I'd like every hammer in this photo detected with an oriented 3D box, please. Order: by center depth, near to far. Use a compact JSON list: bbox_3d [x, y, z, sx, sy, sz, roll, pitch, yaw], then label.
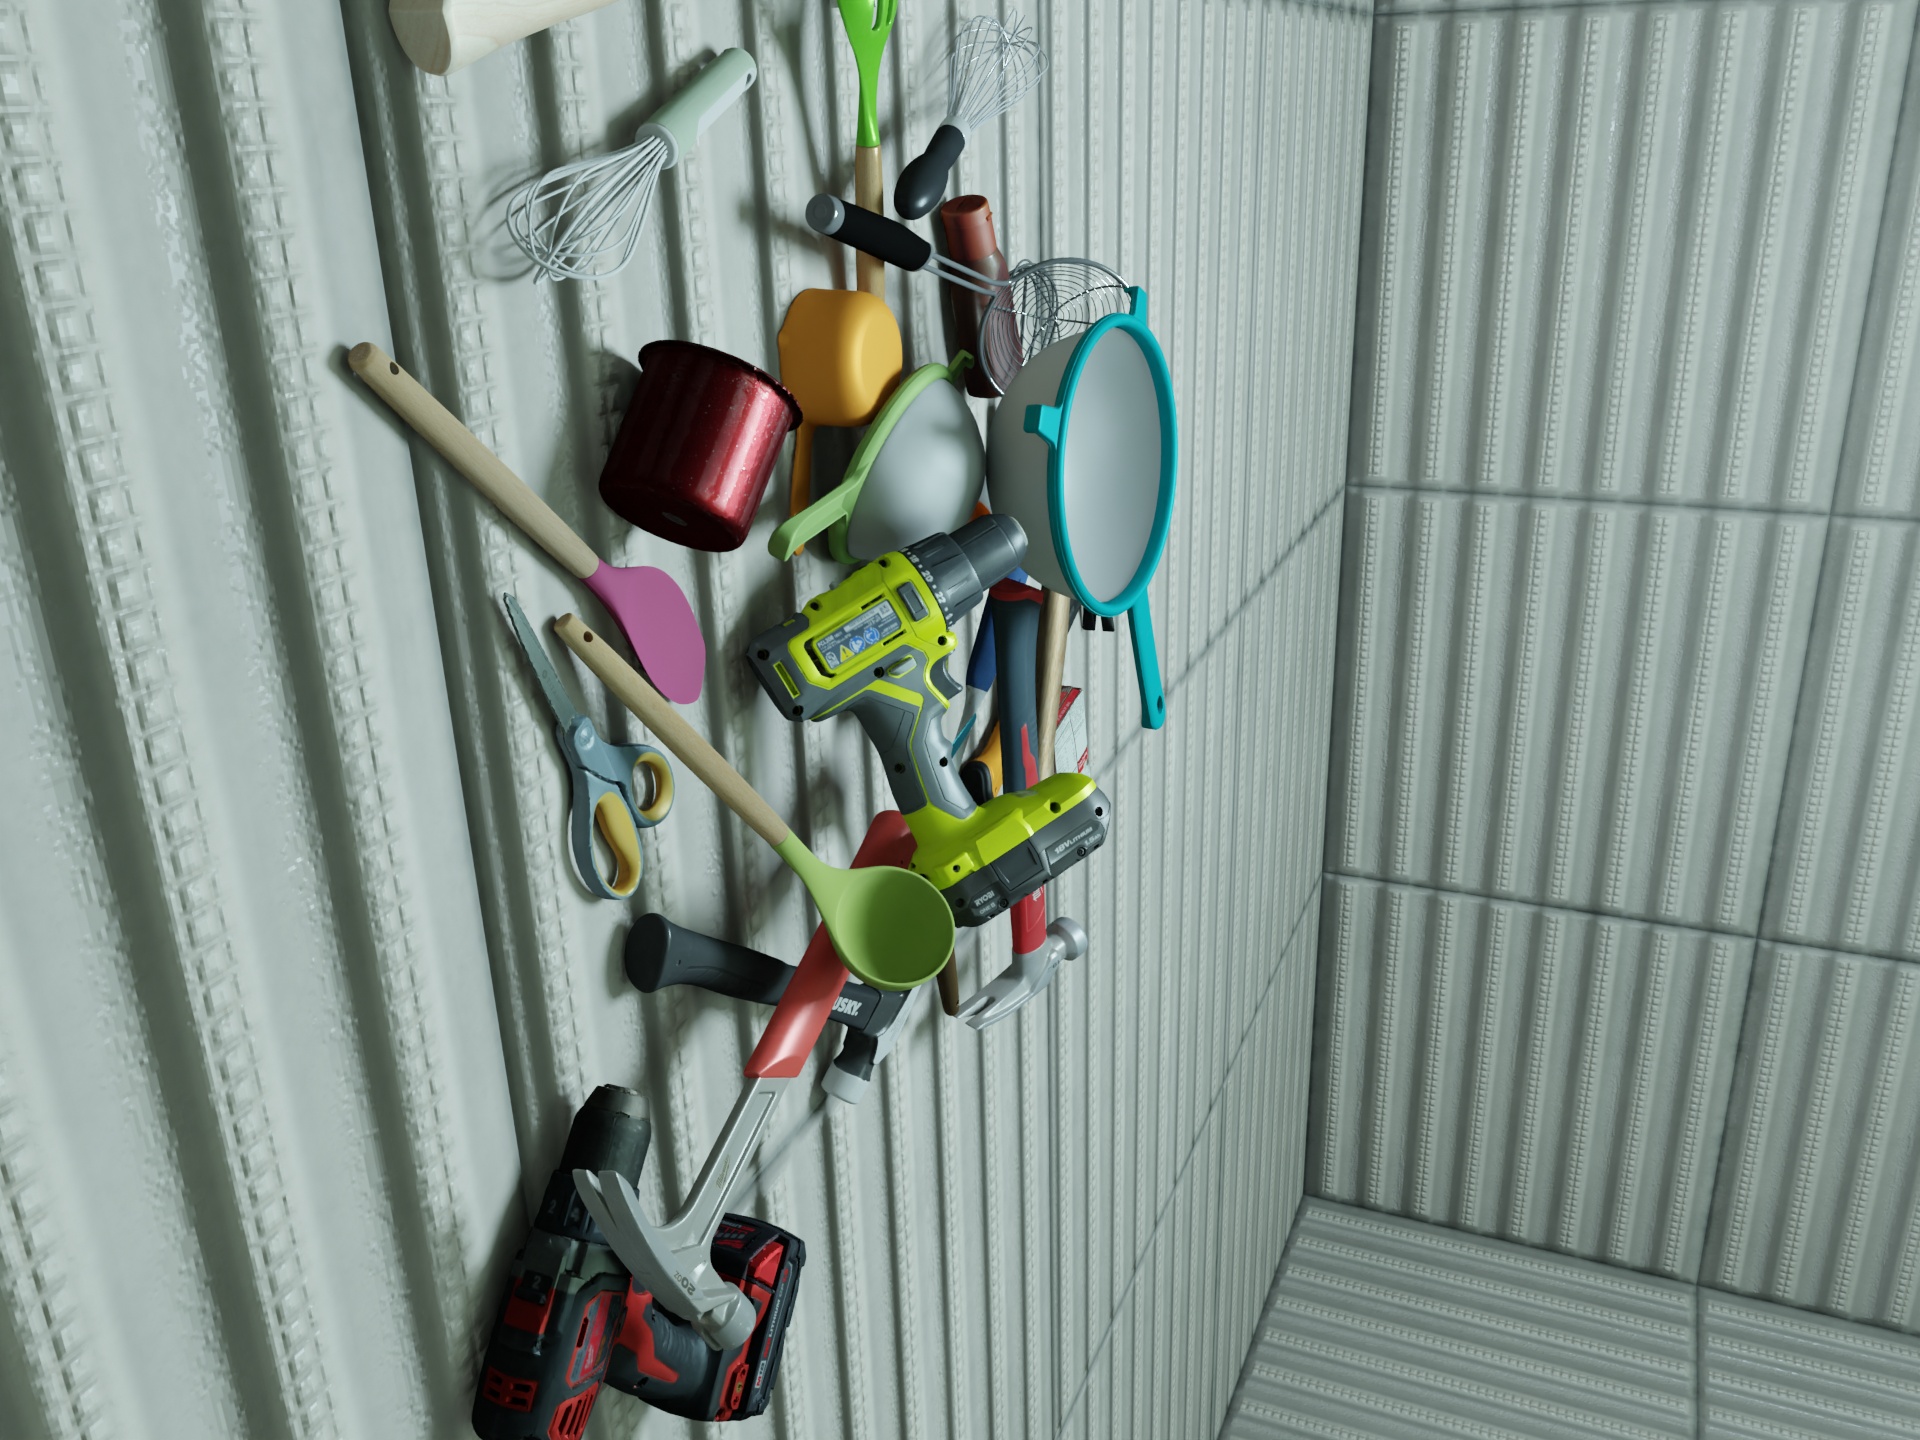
[{"bbox_3d":[-0.146,-0.396,0.817,0.411,0.038,0.146,-57,148,-46],"label":"hammer"},{"bbox_3d":[-0.103,0.177,0.952,0.149,0.037,0.359,64,34,-31],"label":"hammer"},{"bbox_3d":[-0.113,0.169,1.044,0.146,0.035,0.334,-62,152,-5],"label":"hammer"},{"bbox_3d":[0.008,-0.015,1.251,0.144,0.035,0.405,26,80,-66],"label":"hammer"},{"bbox_3d":[0.038,0.068,1.261,0.143,0.038,0.386,-31,130,-36],"label":"hammer"},{"bbox_3d":[0.078,-0.038,1.395,0.130,0.031,0.331,1,95,-66],"label":"hammer"},{"bbox_3d":[0.073,-0.037,1.466,0.337,0.034,0.127,-61,149,-42],"label":"hammer"}]

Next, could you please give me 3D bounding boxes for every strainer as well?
[{"bbox_3d":[-0.041,-0.140,1.030,0.151,0.069,0.256,-65,171,30],"label":"strainer"},{"bbox_3d":[0.089,-0.133,1.175,0.211,0.095,0.340,-55,143,-41],"label":"strainer"}]

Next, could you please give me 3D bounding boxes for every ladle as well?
[{"bbox_3d":[-0.109,0.048,0.895,0.319,0.062,0.078,50,47,-34],"label":"ladle"}]

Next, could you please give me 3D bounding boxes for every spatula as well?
[{"bbox_3d":[-0.012,0.126,1.190,0.082,0.044,0.317,-54,150,-38],"label":"spatula"}]

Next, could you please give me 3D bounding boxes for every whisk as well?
[{"bbox_3d":[-0.157,-0.289,0.810,0.057,0.059,0.246,-50,-168,45],"label":"whisk"},{"bbox_3d":[0.004,-0.420,1.105,0.285,0.070,0.070,-69,155,-43],"label":"whisk"},{"bbox_3d":[0.046,-0.260,1.321,0.055,0.055,0.239,-26,125,-64],"label":"whisk"}]

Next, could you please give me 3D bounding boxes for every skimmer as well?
[{"bbox_3d":[0.016,-0.283,1.081,0.127,0.090,0.363,-42,165,22],"label":"skimmer"}]

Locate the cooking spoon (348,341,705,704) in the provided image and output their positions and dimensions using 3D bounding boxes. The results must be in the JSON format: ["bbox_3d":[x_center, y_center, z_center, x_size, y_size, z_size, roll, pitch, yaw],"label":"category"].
[{"bbox_3d":[-0.201,-0.090,0.798,0.318,0.017,0.069,53,37,-60],"label":"cooking spoon"}]

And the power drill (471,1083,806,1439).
[{"bbox_3d":[-0.177,0.316,0.916,0.226,0.080,0.188,43,57,-60],"label":"power drill"}]

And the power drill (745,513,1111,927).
[{"bbox_3d":[-0.002,-0.003,1.016,0.228,0.190,0.080,60,-10,-10],"label":"power drill"}]

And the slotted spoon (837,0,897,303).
[{"bbox_3d":[-0.057,-0.342,1.011,0.070,0.031,0.313,-57,156,-47],"label":"slotted spoon"}]

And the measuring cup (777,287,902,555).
[{"bbox_3d":[-0.077,-0.191,1.022,0.095,0.052,0.173,9,86,-68],"label":"measuring cup"}]
